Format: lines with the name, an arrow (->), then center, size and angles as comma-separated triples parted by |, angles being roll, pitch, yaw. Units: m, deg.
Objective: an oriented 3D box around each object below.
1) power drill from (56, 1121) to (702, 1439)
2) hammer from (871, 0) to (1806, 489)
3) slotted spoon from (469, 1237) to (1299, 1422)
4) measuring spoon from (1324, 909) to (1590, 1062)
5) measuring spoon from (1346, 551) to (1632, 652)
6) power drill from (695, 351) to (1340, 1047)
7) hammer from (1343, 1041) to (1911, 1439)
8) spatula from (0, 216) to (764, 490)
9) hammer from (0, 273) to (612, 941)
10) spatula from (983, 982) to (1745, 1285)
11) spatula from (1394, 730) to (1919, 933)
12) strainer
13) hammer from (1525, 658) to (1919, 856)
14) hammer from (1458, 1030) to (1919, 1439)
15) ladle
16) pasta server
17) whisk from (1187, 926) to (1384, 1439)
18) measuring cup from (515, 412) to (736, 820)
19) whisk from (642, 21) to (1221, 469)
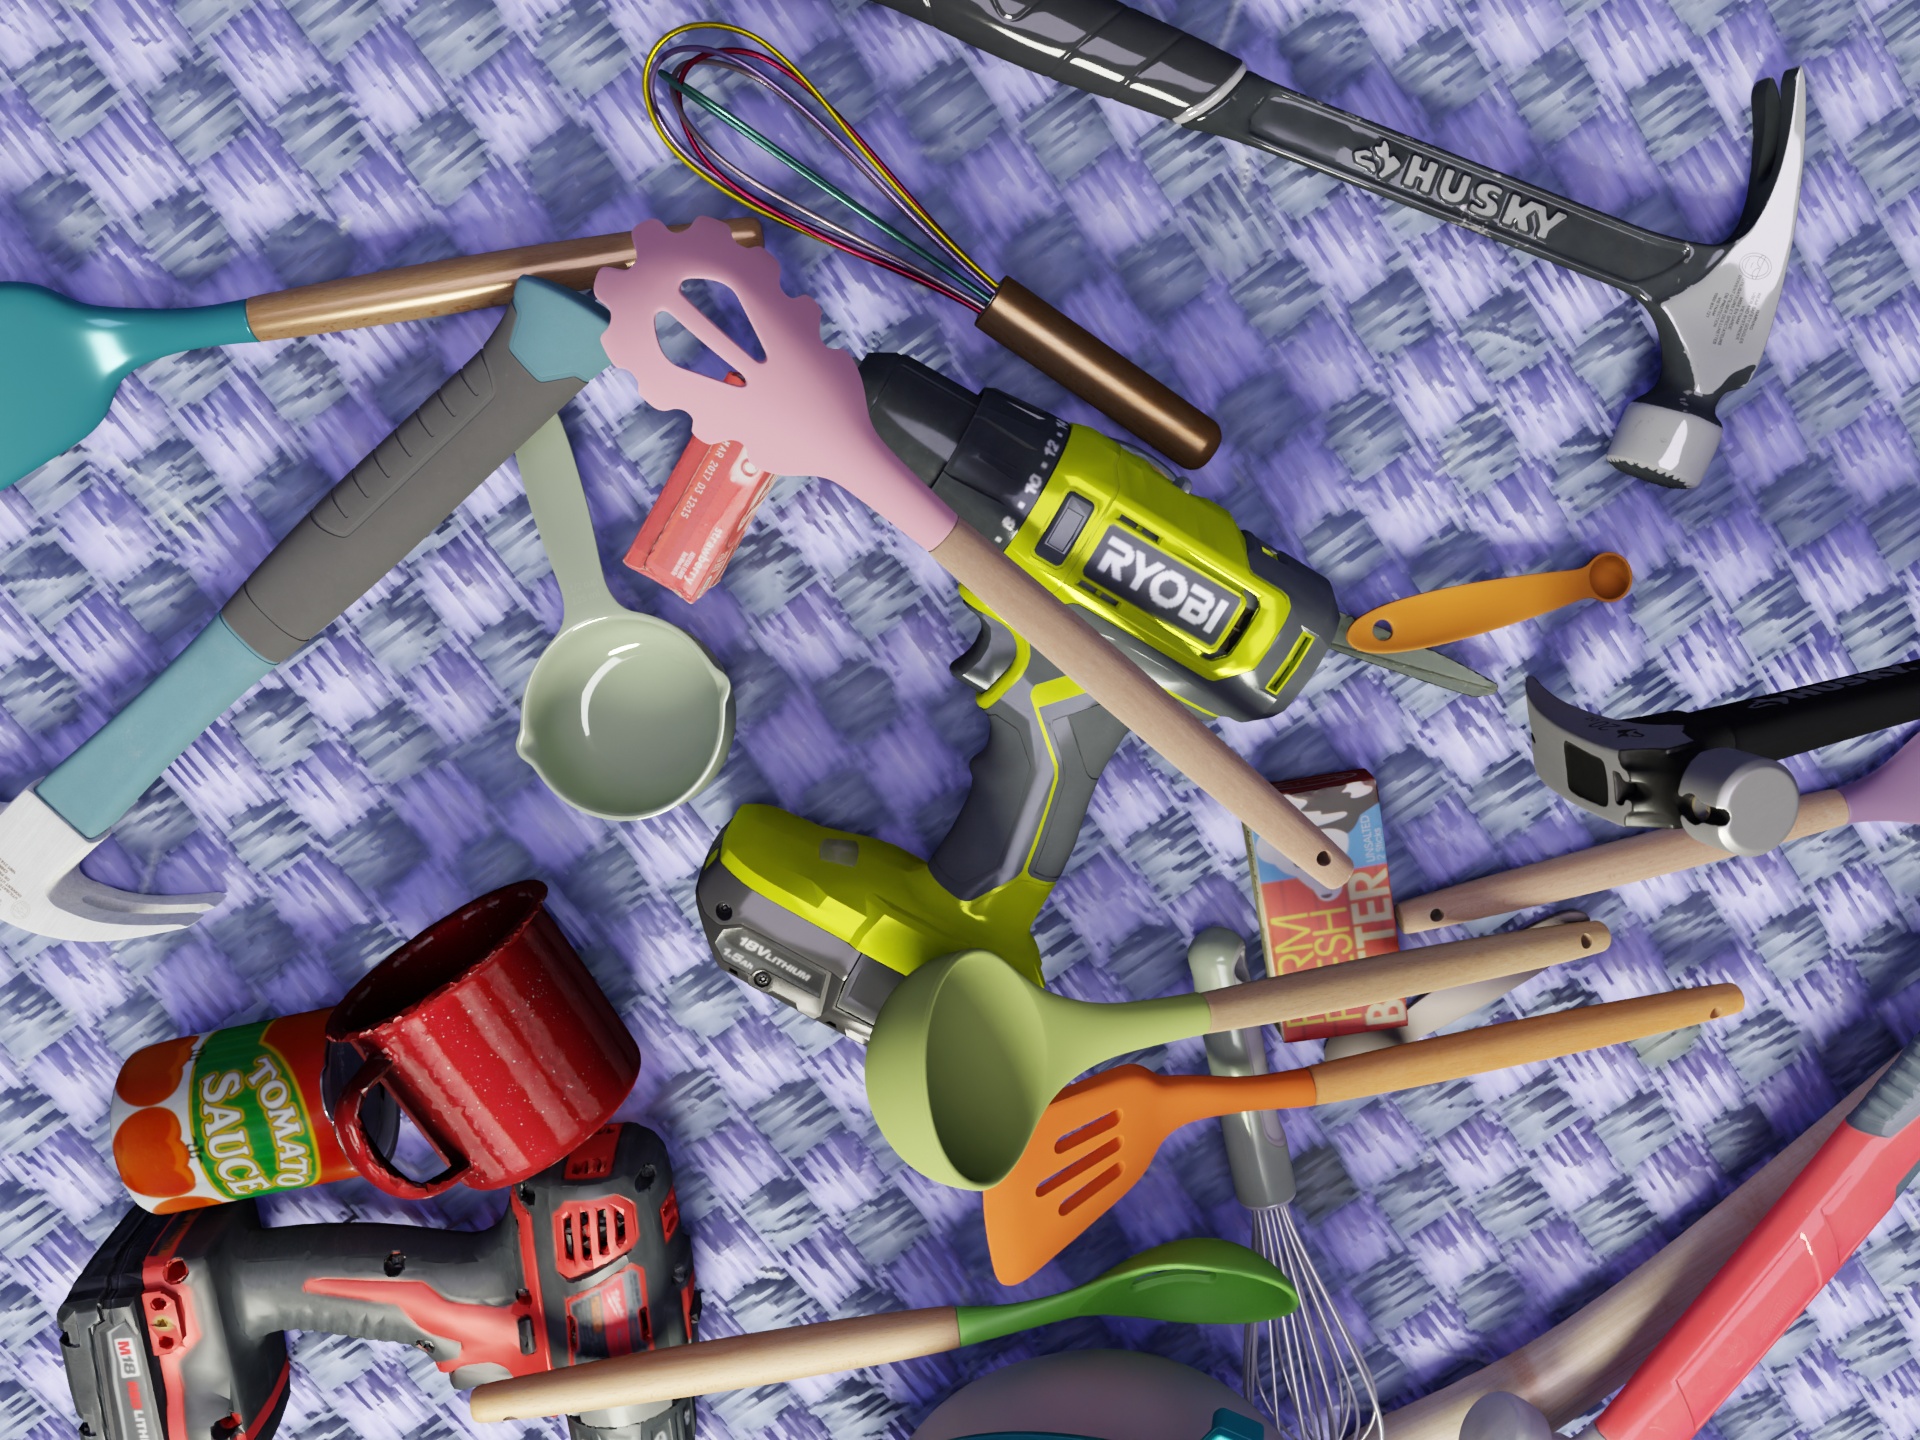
power drill -> -0.215, 0.264, 0.634 | 0.226, 0.080, 0.188 | -6, 102, -5
hammer -> 0.110, -0.221, 0.567 | 0.409, 0.036, 0.149 | 20, 99, -6
slotted spoon -> -0.027, 0.234, 0.606 | 0.313, 0.031, 0.070 | -7, 144, -6
measuring spoon -> 0.205, 0.115, 0.650 | 0.124, 0.018, 0.034 | -33, 101, 3
measuring spoon -> 0.203, -0.045, 0.614 | 0.117, 0.011, 0.021 | -13, 93, -6
power drill -> -0.001, -0.002, 0.575 | 0.190, 0.080, 0.228 | 29, 103, -9
hammer -> 0.334, 0.226, 0.671 | 0.410, 0.038, 0.146 | -40, 102, 6
spatula -> -0.226, -0.141, 0.563 | 0.317, 0.044, 0.082 | -11, 126, -2
hammer -> -0.250, -0.041, 0.579 | 0.331, 0.033, 0.128 | -40, 101, 10
spatula -> 0.161, 0.142, 0.613 | 0.322, 0.041, 0.081 | -9, 117, -9
spatula -> 0.328, 0.039, 0.640 | 0.316, 0.018, 0.060 | -15, 96, -1
strainer -> 0.092, 0.372, 0.661 | 0.211, 0.095, 0.340 | -18, 115, 25
hammer -> 0.374, -0.018, 0.592 | 0.334, 0.146, 0.035 | -13, 103, -12
hammer -> 0.367, 0.181, 0.624 | 0.143, 0.038, 0.386 | 32, 100, -12
ladle -> 0.116, 0.102, 0.572 | 0.320, 0.062, 0.078 | -6, 89, -22
pasta server -> 0.014, -0.045, 0.516 | 0.316, 0.040, 0.060 | 39, 97, -16
whisk -> 0.128, 0.202, 0.652 | 0.059, 0.058, 0.246 | -8, 99, 30
measuring cup -> -0.135, -0.044, 0.597 | 0.083, 0.038, 0.167 | -18, 86, 5
whisk -> -0.005, -0.166, 0.570 | 0.245, 0.051, 0.047 | 32, 93, -12
